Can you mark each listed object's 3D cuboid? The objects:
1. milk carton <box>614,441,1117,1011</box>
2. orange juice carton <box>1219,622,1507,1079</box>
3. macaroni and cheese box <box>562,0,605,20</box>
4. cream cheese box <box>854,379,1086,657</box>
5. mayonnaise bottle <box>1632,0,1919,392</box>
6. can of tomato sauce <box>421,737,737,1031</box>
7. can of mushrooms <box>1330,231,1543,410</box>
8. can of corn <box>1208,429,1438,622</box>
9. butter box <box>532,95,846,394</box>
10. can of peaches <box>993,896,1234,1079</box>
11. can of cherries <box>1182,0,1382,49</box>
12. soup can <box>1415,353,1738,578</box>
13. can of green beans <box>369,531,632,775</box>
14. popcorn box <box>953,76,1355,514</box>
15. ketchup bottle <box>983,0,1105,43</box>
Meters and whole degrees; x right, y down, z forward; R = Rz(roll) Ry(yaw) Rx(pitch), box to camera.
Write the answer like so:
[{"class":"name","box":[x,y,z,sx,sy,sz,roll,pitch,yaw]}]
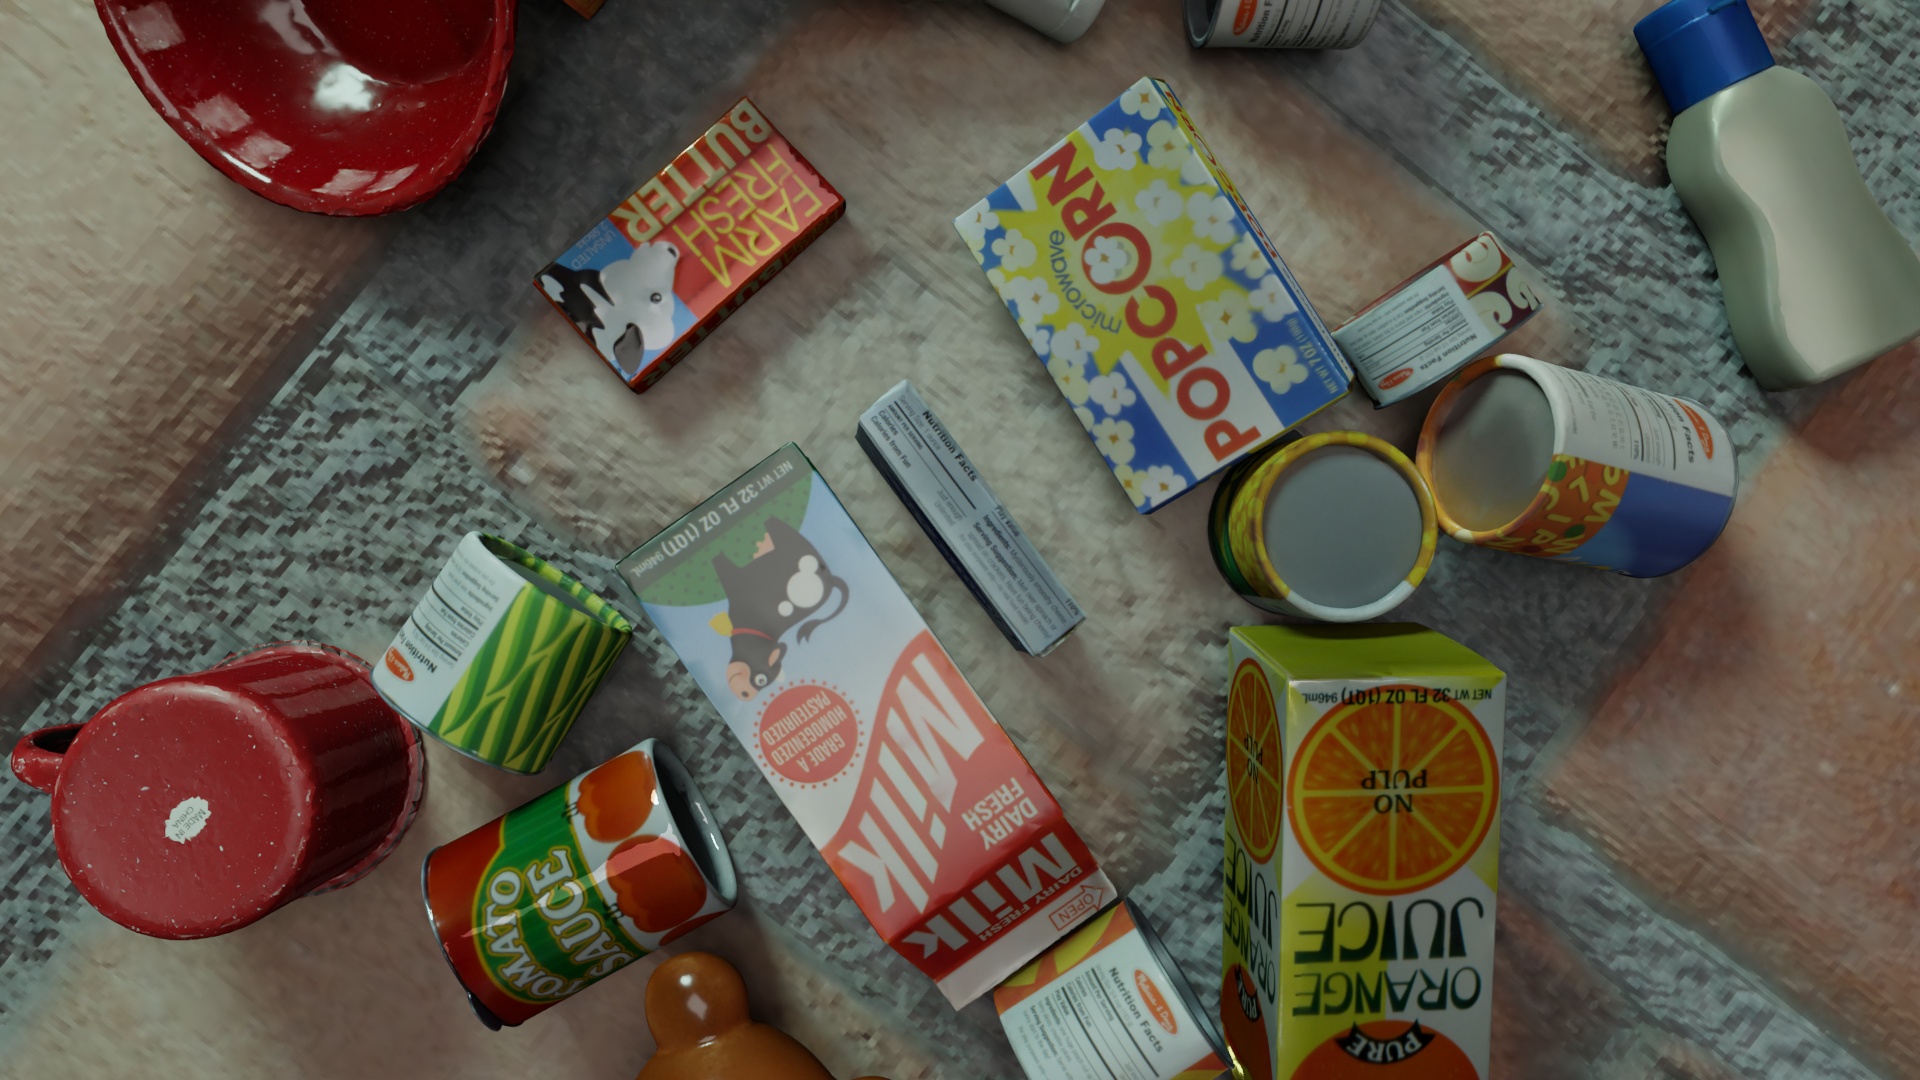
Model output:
[{"class":"milk carton","box":[-0.028,0.065,0.475,0.072,0.073,0.190,-35,91,-3]},{"class":"orange juice carton","box":[0.134,0.129,0.476,0.072,0.073,0.192,-1,98,-4]},{"class":"macaroni and cheese box","box":[-0.129,-0.288,0.480,0.123,0.040,0.166,40,97,-4]},{"class":"cream cheese box","box":[0.002,-0.006,0.488,0.024,0.053,0.104,-37,91,-4]},{"class":"mayonnaise bottle","box":[0.298,-0.133,0.513,0.065,0.041,0.148,-25,89,-5]},{"class":"can of tomato sauce","box":[-0.127,0.115,0.471,0.083,0.071,0.071,-28,91,-3]},{"class":"can of mushrooms","box":[0.168,-0.078,0.494,0.071,0.071,0.033,-35,90,-3]},{"class":"can of corn","box":[0.126,-0.007,0.492,0.071,0.058,0.071,0,89,-3]},{"class":"butter box","box":[-0.096,-0.106,0.499,0.103,0.024,0.053,-42,91,-3]},{"class":"can of peaches","box":[0.053,0.168,0.482,0.058,0.071,0.071,-34,91,1]},{"class":"can of cherries","box":[0.114,-0.211,0.492,0.058,0.071,0.071,-1,89,-3]},{"class":"soup can","box":[0.210,-0.023,0.481,0.084,0.071,0.071,9,89,-25]},{"class":"can of green beans","box":[-0.155,0.038,0.473,0.071,0.071,0.058,34,87,-2]},{"class":"popcorn box","box":[0.068,-0.084,0.485,0.085,0.038,0.126,-32,91,24]},{"class":"ketchup bottle","box":[-0.017,-0.219,0.474,0.149,0.044,0.064,19,107,-25]}]
